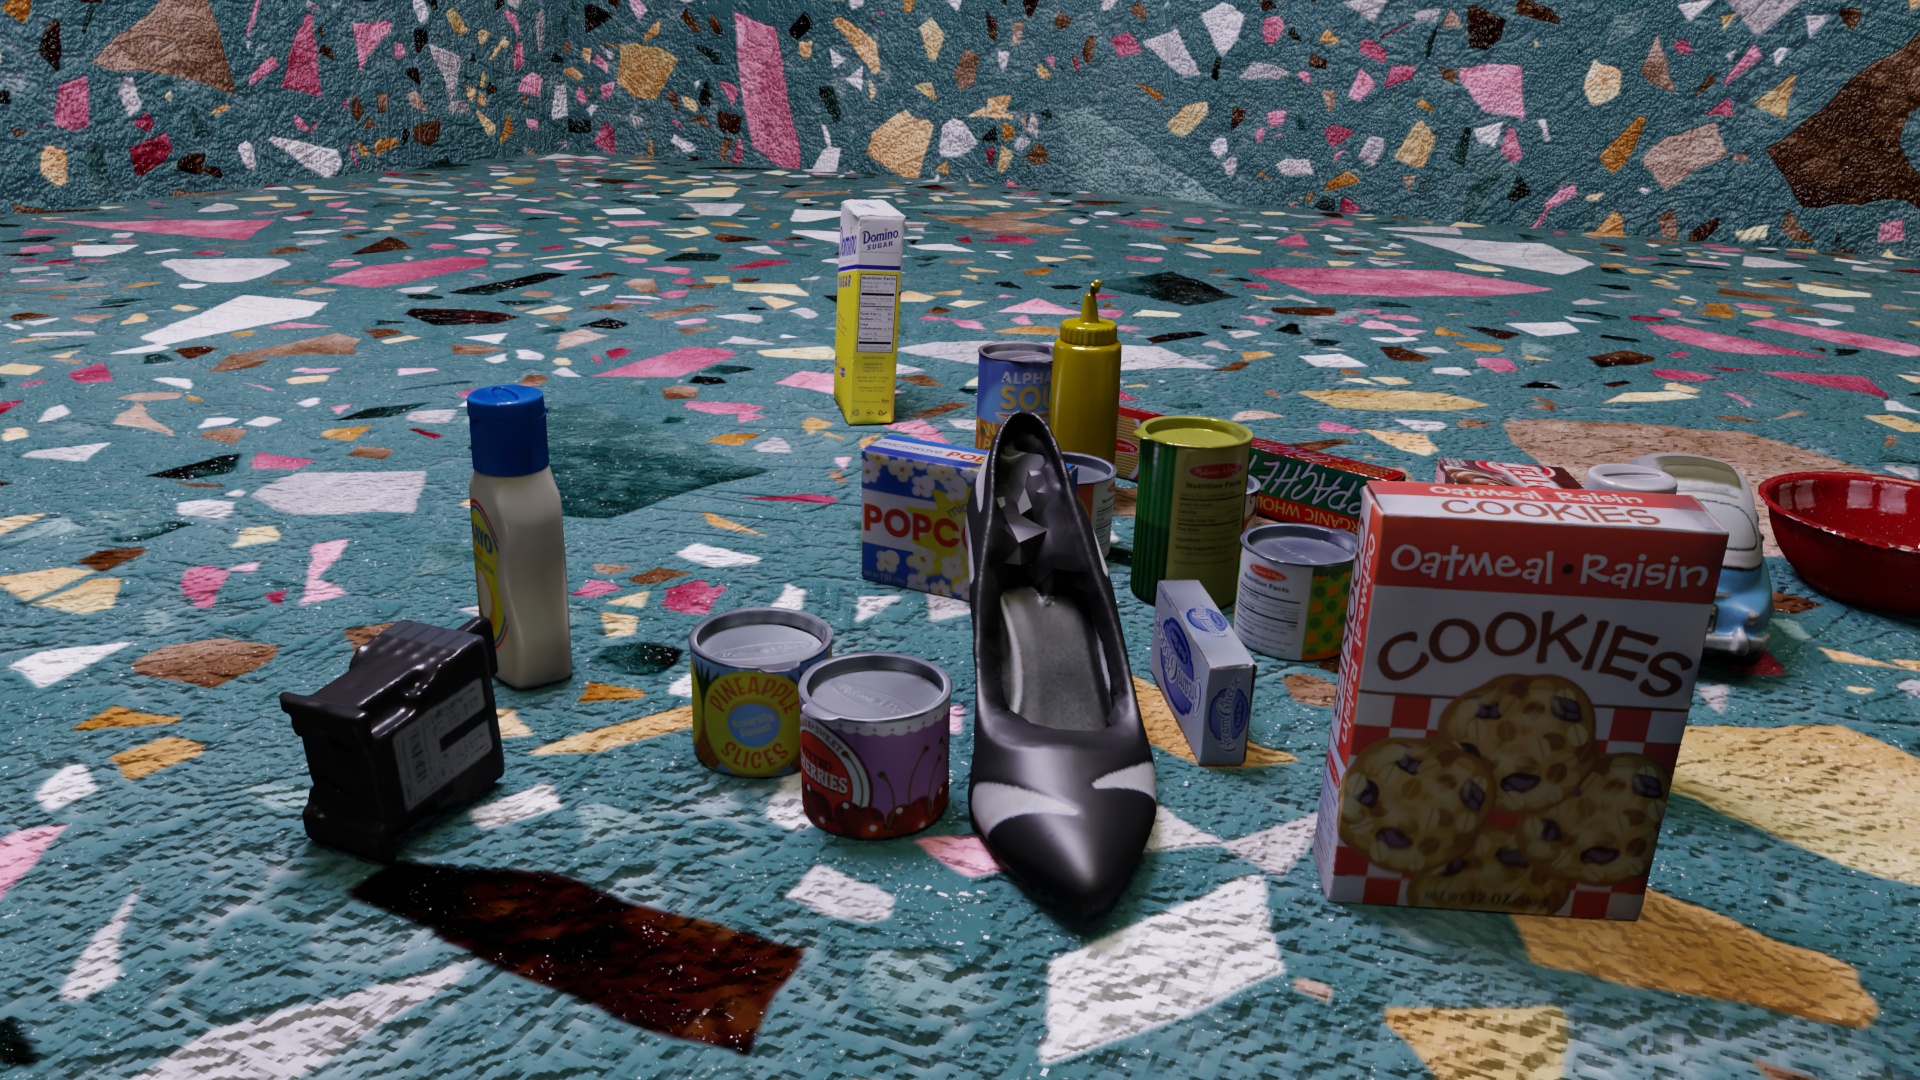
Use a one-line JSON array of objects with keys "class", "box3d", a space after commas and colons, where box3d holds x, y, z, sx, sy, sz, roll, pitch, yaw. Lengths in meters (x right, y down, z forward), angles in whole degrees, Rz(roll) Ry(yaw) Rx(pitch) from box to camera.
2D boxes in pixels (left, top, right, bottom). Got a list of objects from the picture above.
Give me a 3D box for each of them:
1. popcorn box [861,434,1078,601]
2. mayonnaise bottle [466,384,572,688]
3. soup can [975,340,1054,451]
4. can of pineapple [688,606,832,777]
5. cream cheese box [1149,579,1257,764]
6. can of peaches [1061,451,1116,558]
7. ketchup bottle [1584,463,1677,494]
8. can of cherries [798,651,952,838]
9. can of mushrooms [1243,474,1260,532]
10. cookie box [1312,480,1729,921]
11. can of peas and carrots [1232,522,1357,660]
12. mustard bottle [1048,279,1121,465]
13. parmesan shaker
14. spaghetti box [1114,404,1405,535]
[{"class": "popcorn box", "box3d": [0.003, -0.010, 0.828, 0.127, 0.085, 0.038, 11, 22, 23]}, {"class": "mayonnaise bottle", "box3d": [-0.225, -0.003, 0.703, 0.041, 0.147, 0.065, -13, 25, -34]}, {"class": "soup can", "box3d": [0.047, -0.108, 1.090, 0.071, 0.083, 0.071, 2, 21, 0]}, {"class": "can of pineapple", "box3d": [-0.093, 0.071, 0.647, 0.071, 0.057, 0.071, 2, 21, 0]}, {"class": "cream cheese box", "box3d": [0.119, 0.063, 0.689, 0.024, 0.053, 0.104, -1, 21, -6]}, {"class": "can of peaches", "box3d": [0.064, -0.021, 0.899, 0.071, 0.057, 0.071, 2, 21, 0]}, {"class": "ketchup bottle", "box3d": [0.291, 0.041, 0.629, 0.065, 0.148, 0.044, -2, 21, -9]}, {"class": "can of cherries", "box3d": [-0.039, 0.089, 0.603, 0.071, 0.058, 0.072, 2, 21, 0]}, {"class": "can of mushrooms", "box3d": [0.169, -0.026, 0.954, 0.071, 0.033, 0.071, 2, 21, 0]}, {"class": "cookie box", "box3d": [0.210, 0.063, 0.539, 0.123, 0.166, 0.040, 3, 20, 3]}, {"class": "can of peas and carrots", "box3d": [0.190, 0.027, 0.781, 0.071, 0.058, 0.071, 2, 21, 0]}, {"class": "mustard bottle", "box3d": [0.088, -0.105, 0.978, 0.049, 0.159, 0.065, 6, 21, 10]}, {"class": "parmesan shaker", "box3d": [0.134, -0.017, 0.830, 0.071, 0.102, 0.071, 2, 21, 0]}, {"class": "spaghetti box", "box3d": [0.197, -0.050, 0.998, 0.250, 0.050, 0.029, 19, 26, 37]}]
